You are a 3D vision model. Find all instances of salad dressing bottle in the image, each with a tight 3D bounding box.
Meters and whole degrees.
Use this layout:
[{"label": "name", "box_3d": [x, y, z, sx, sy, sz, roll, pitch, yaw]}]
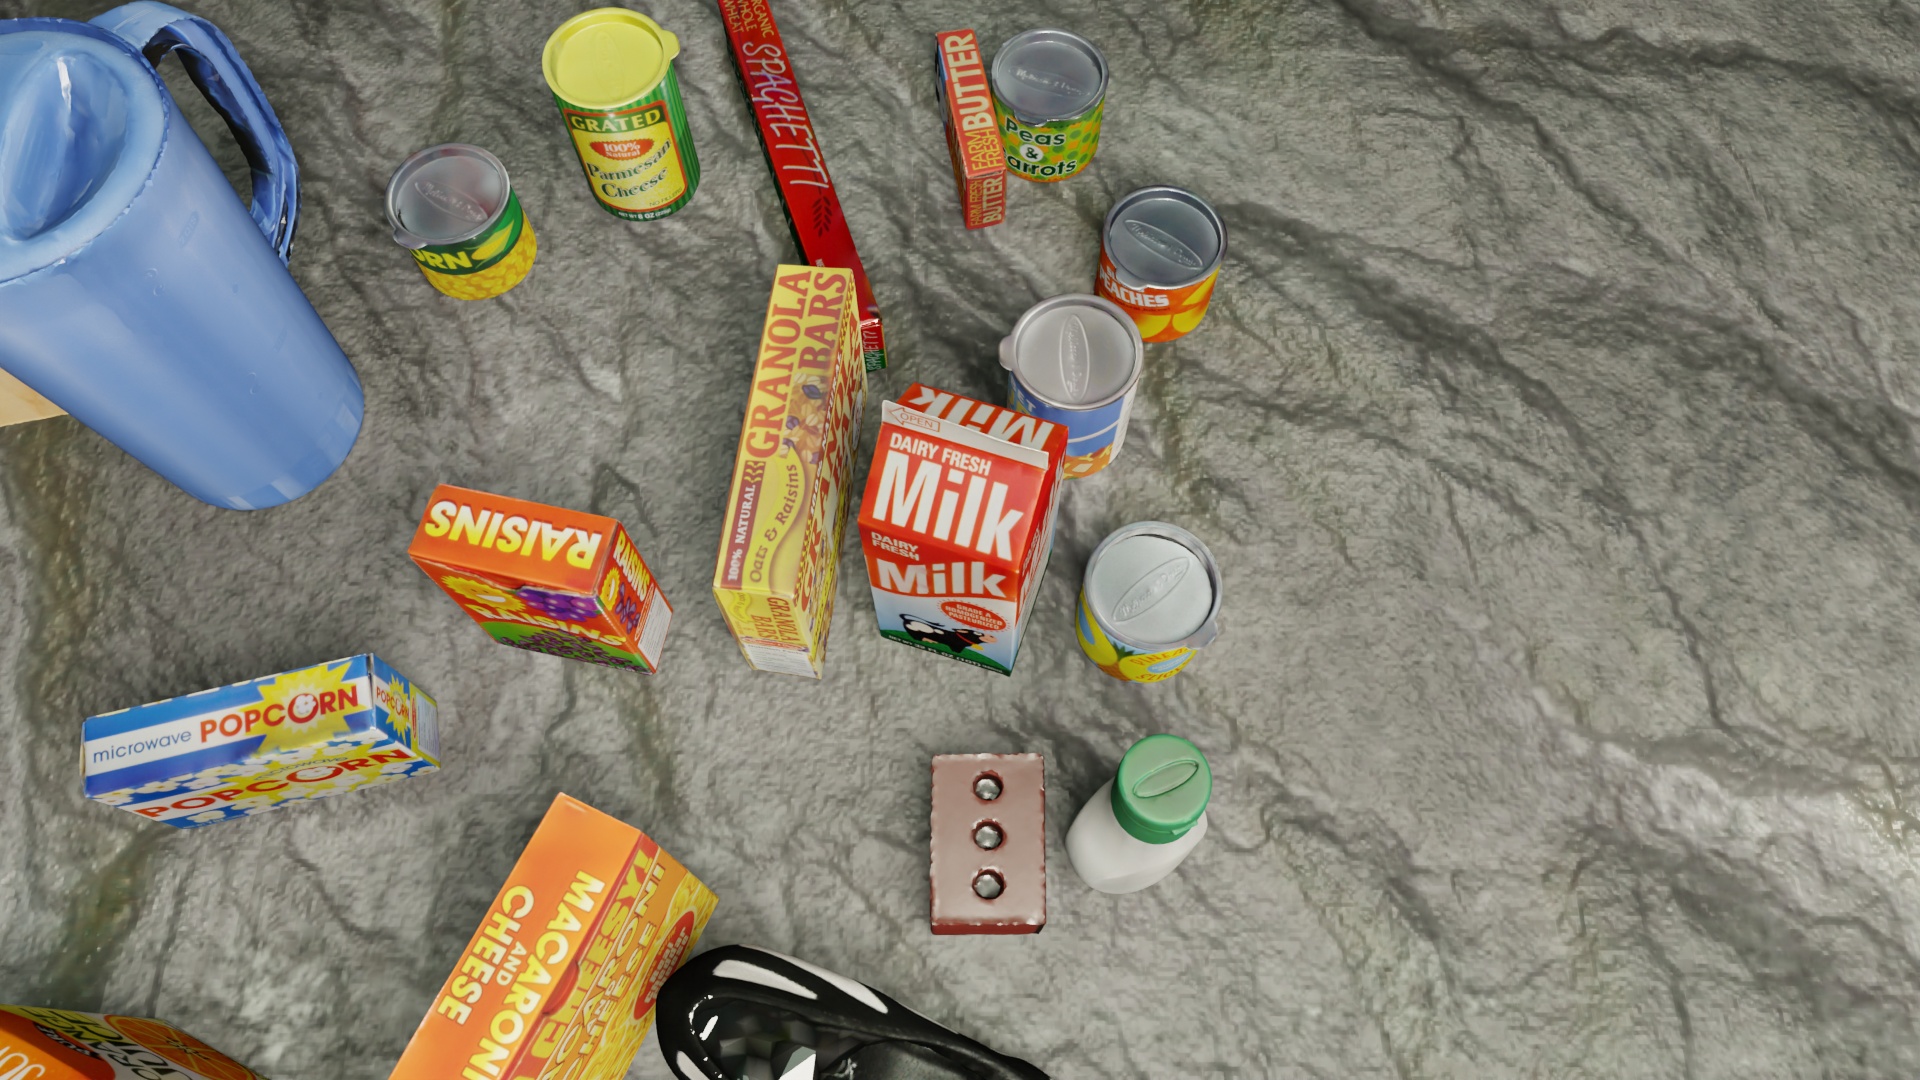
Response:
[{"label": "salad dressing bottle", "box_3d": [0.079, 0.119, 0.597, 0.064, 0.147, 0.044, -22, 70, -9]}]

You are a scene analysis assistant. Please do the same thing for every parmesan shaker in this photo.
[{"label": "parmesan shaker", "box_3d": [-0.181, -0.232, 0.768, 0.071, 0.102, 0.071, 0, 68, 0]}]

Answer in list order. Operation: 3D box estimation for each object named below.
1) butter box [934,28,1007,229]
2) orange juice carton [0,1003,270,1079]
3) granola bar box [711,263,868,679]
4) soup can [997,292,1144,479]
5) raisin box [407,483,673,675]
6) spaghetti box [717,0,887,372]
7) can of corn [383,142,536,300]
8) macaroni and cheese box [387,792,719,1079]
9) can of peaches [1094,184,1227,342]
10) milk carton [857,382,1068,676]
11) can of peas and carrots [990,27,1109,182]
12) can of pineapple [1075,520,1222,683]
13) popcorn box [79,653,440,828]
[{"label": "butter box", "box_3d": [0.006, -0.236, 0.797, 0.024, 0.053, 0.104, -10, 68, -4]}, {"label": "orange juice carton", "box_3d": [-0.347, 0.225, 0.527, 0.072, 0.192, 0.073, 24, 70, 9]}, {"label": "granola bar box", "box_3d": [-0.079, -0.030, 0.672, 0.039, 0.123, 0.166, 6, 68, 3]}, {"label": "soup can", "box_3d": [0.054, -0.077, 0.714, 0.071, 0.083, 0.071, 0, 68, 0]}, {"label": "raisin box", "box_3d": [-0.191, 0.022, 0.650, 0.086, 0.123, 0.040, 12, 68, 5]}, {"label": "spaghetti box", "box_3d": [-0.092, -0.209, 0.787, 0.029, 0.050, 0.251, -17, 68, -7]}, {"label": "can of corn", "box_3d": [-0.276, -0.173, 0.766, 0.071, 0.058, 0.071, 0, 67, 0]}, {"label": "macaroni and cheese box", "box_3d": [-0.155, 0.180, 0.561, 0.040, 0.165, 0.124, 24, 70, 9]}, {"label": "can of peaches", "box_3d": [0.106, -0.148, 0.758, 0.071, 0.058, 0.071, 0, 67, 0]}, {"label": "milk carton", "box_3d": [0.002, -0.008, 0.627, 0.072, 0.189, 0.074, 17, 69, 7]}, {"label": "can of peas and carrots", "box_3d": [0.049, -0.247, 0.799, 0.071, 0.058, 0.071, 0, 67, 0]}, {"label": "can of pineapple", "box_3d": [0.092, 0.033, 0.682, 0.071, 0.057, 0.071, 0, 67, 0]}, {"label": "popcorn box", "box_3d": [-0.317, 0.094, 0.640, 0.127, 0.085, 0.038, -13, 68, -6]}]
